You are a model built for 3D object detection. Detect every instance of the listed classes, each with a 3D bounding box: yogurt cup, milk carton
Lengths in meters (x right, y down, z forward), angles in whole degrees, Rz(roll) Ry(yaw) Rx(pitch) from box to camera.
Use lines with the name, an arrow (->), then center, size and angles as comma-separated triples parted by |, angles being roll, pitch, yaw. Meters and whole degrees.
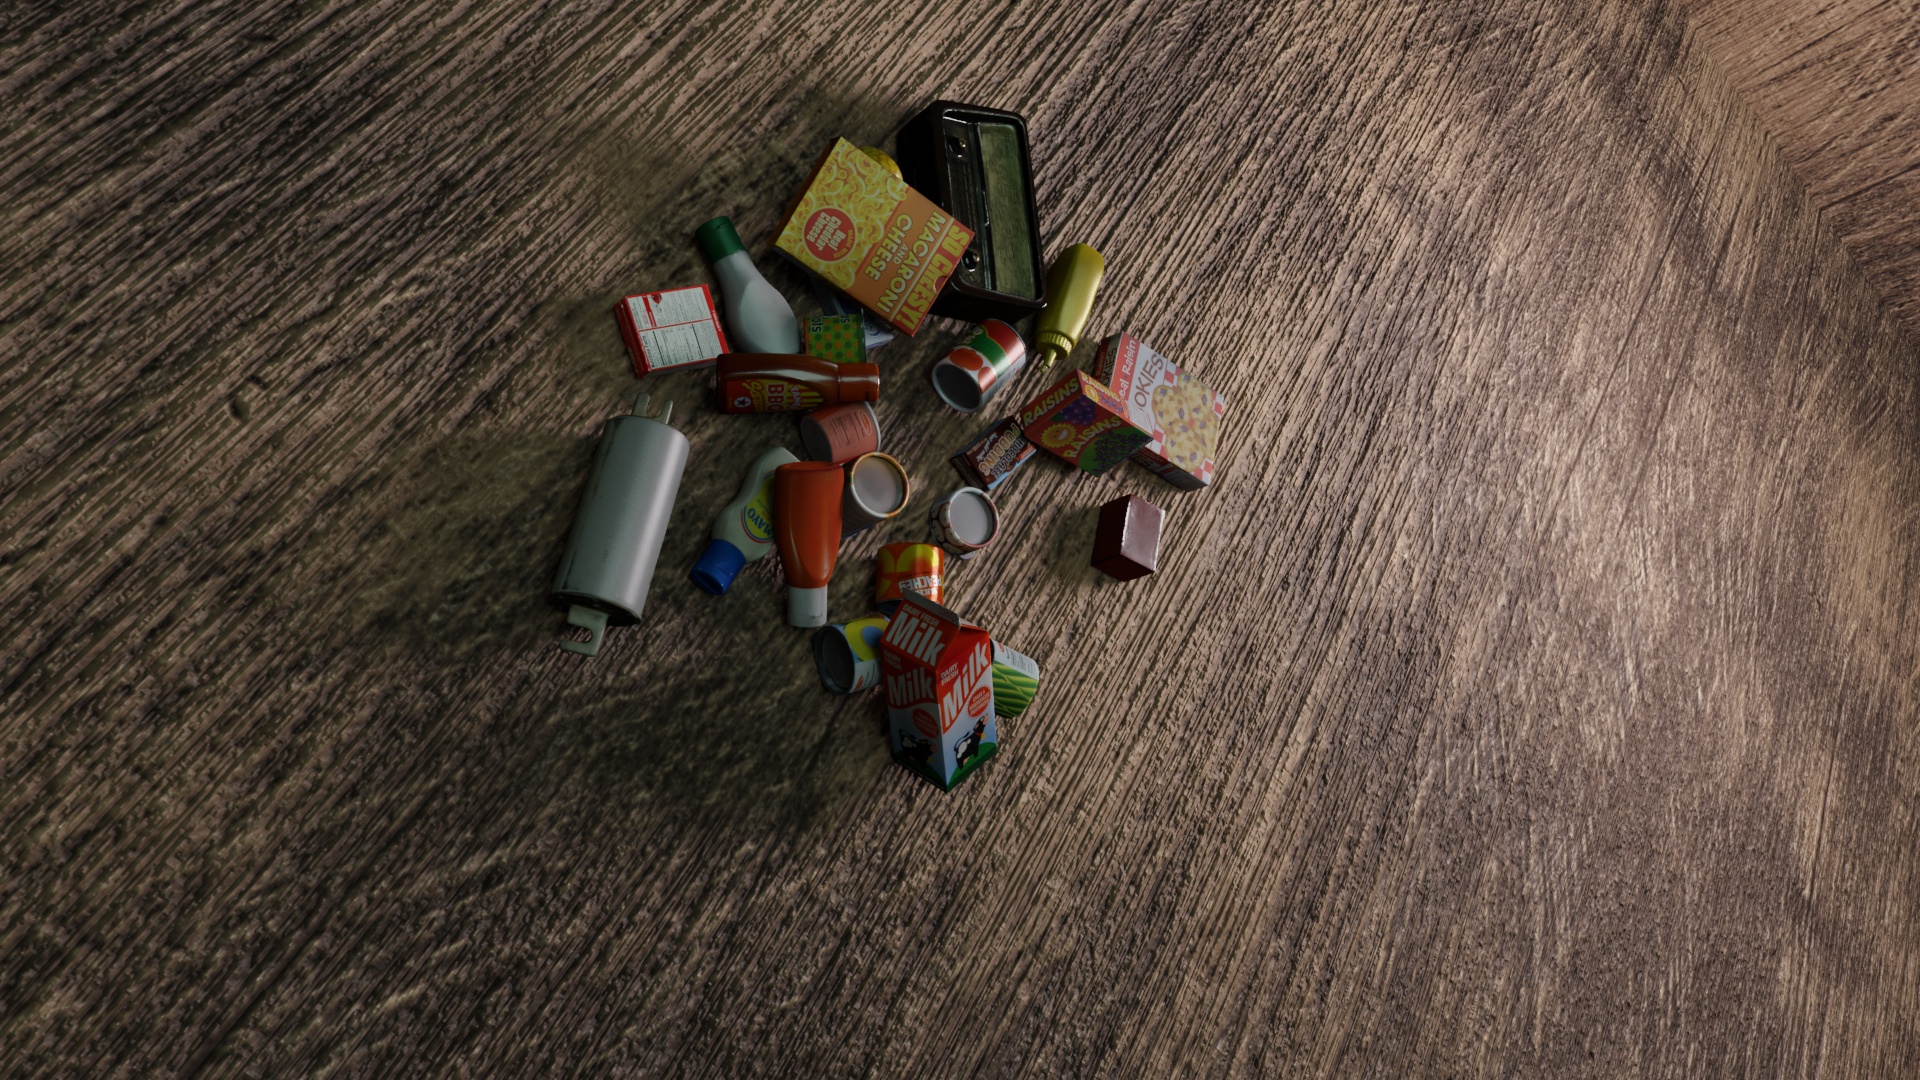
yogurt cup -> -0.117, -0.104, 1.335 | 0.054, 0.072, 0.072 | -26, 93, -29
milk carton -> -0.020, 0.129, 1.267 | 0.074, 0.072, 0.189 | -34, 134, -36

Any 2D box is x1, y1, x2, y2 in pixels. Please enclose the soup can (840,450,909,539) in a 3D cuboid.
soup can -> -0.096, -0.045, 1.318 | 0.071, 0.083, 0.071 | 11, 70, -32

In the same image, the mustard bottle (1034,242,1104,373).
mustard bottle -> 0.114, -0.251, 1.541 | 0.049, 0.065, 0.161 | 26, 69, -21

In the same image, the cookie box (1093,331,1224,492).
cookie box -> 0.223, -0.147, 1.599 | 0.167, 0.040, 0.123 | 27, 62, -27

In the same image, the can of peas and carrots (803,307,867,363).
can of peas and carrots -> -0.121, -0.187, 1.341 | 0.059, 0.071, 0.071 | -5, 78, -5

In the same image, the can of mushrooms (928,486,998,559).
can of mushrooms -> 0.005, -0.018, 1.413 | 0.071, 0.033, 0.071 | 11, 70, -33

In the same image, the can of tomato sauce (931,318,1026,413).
can of tomato sauce -> 0.018, -0.183, 1.450 | 0.071, 0.071, 0.083 | 51, 55, -12

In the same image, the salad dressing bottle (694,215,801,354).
salad dressing bottle -> -0.204, -0.236, 1.325 | 0.064, 0.044, 0.147 | -28, 92, -35

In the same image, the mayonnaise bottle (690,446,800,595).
mayonnaise bottle -> -0.191, -0.015, 1.269 | 0.064, 0.041, 0.149 | 47, 55, -23

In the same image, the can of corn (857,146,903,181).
can of corn -> -0.098, -0.359, 1.417 | 0.071, 0.071, 0.058 | 44, 56, -17

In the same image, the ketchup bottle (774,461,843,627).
ketchup bottle -> -0.139, 0.004, 1.267 | 0.065, 0.043, 0.148 | -8, 106, -41

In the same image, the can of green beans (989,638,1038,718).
can of green beans -> 0.035, 0.136, 1.368 | 0.058, 0.071, 0.071 | 28, 62, -26

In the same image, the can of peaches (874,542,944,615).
can of peaches -> -0.048, 0.037, 1.336 | 0.071, 0.071, 0.058 | 13, 69, -32

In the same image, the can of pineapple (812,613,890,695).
can of pineapple -> -0.095, 0.104, 1.288 | 0.058, 0.071, 0.071 | -12, 84, -37

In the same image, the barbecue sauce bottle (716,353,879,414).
barbecue sauce bottle -> -0.152, -0.147, 1.292 | 0.149, 0.064, 0.044 | -2, 59, -12

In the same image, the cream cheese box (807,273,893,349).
cream cheese box -> -0.113, -0.241, 1.401 | 0.053, 0.024, 0.103 | -24, 91, -36

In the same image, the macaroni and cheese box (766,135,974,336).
macaroni and cheese box -> -0.086, -0.295, 1.363 | 0.166, 0.040, 0.123 | 31, 89, -23

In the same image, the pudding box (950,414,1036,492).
pudding box -> 0.035, -0.089, 1.456 | 0.084, 0.030, 0.049 | -40, 101, -36

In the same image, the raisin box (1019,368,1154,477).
raisin box -> 0.135, -0.124, 1.485 | 0.123, 0.086, 0.040 | 26, 42, -40
